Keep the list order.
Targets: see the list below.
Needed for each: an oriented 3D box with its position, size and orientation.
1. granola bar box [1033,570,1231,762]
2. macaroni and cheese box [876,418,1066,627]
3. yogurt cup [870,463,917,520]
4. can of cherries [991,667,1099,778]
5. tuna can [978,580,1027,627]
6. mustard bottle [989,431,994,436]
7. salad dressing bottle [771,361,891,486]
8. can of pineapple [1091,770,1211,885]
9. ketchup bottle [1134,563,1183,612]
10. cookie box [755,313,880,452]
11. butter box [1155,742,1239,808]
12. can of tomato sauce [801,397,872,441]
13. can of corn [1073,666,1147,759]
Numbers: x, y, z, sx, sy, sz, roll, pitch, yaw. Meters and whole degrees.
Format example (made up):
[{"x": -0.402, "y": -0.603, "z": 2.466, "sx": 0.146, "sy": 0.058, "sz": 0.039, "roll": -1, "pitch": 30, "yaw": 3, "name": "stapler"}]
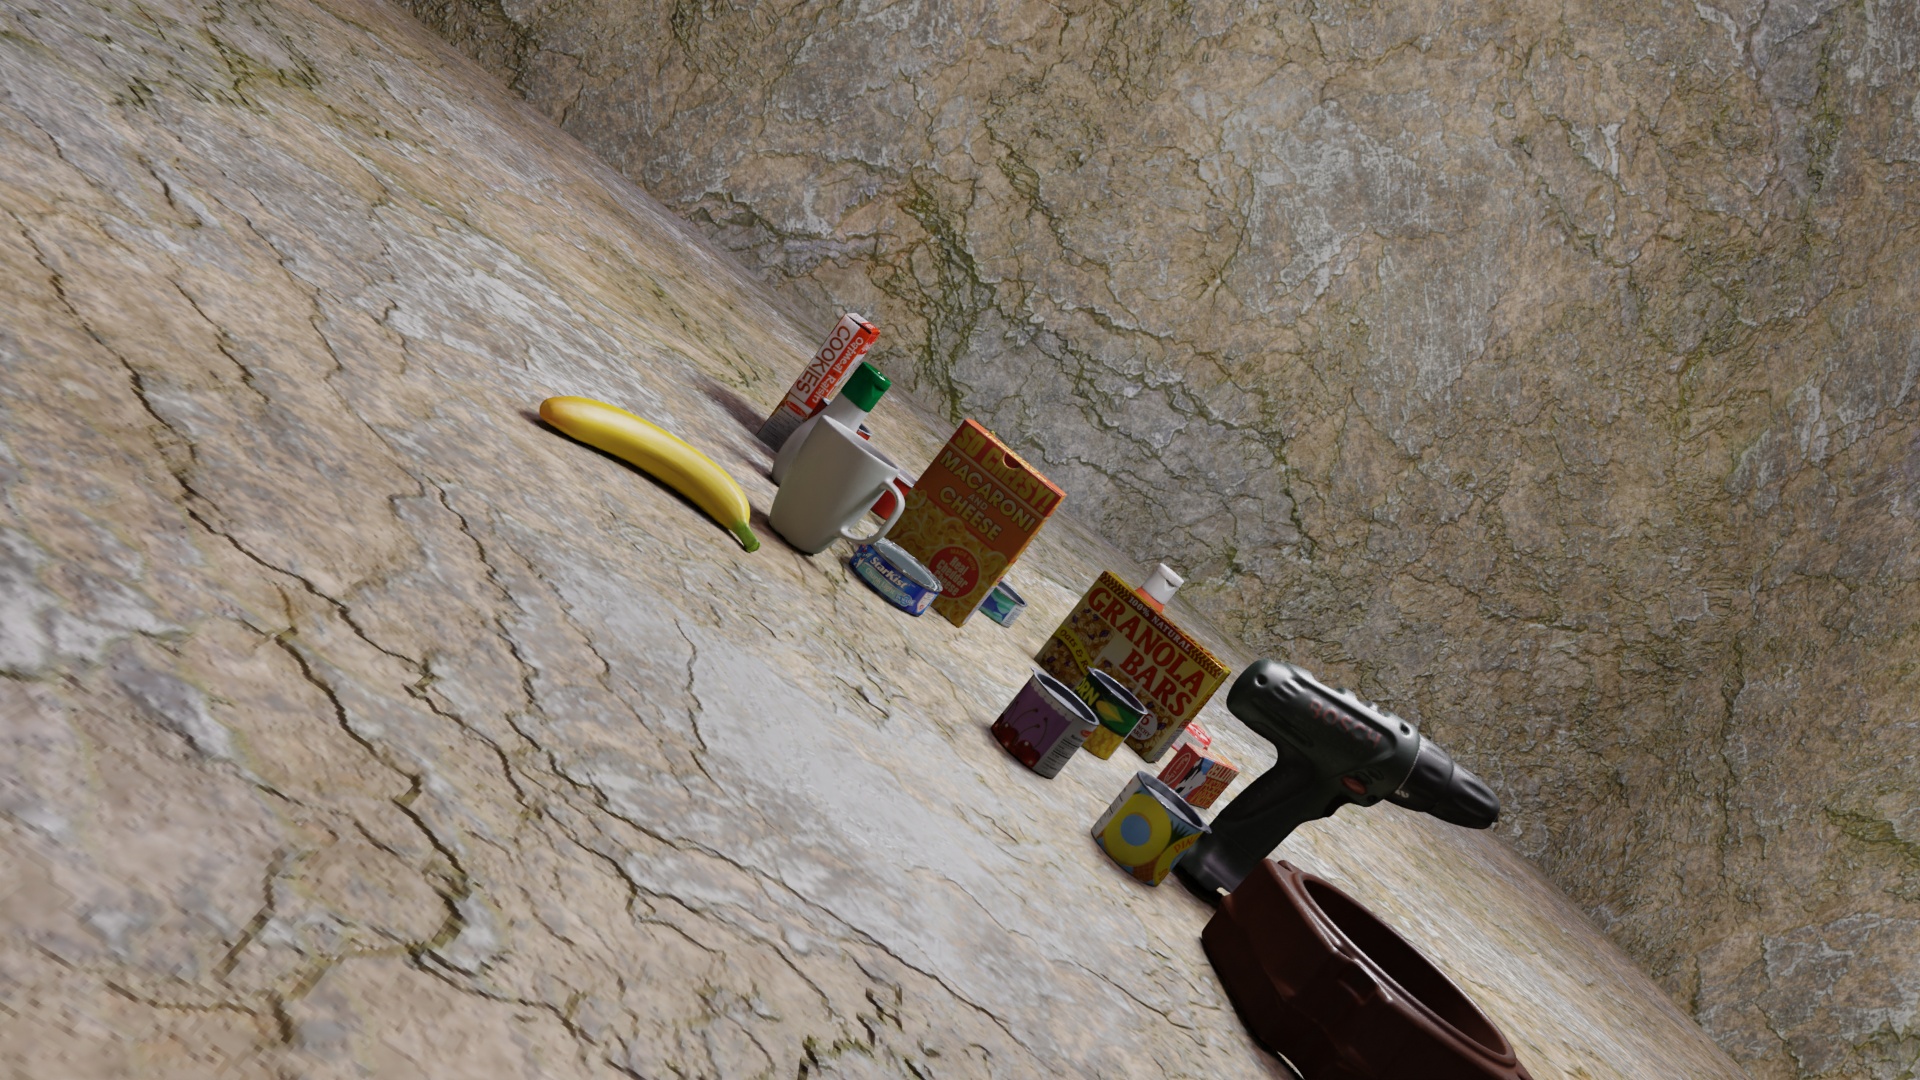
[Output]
[{"x": 0.177, "y": 0.130, "z": 1.440, "sx": 0.166, "sy": 0.124, "sz": 0.039, "roll": 41, "pitch": 8, "yaw": 24, "name": "granola bar box"}, {"x": 0.005, "y": -0.017, "z": 1.364, "sx": 0.124, "sy": 0.166, "sz": 0.040, "roll": 39, "pitch": 8, "yaw": 7, "name": "macaroni and cheese box"}, {"x": -0.083, "y": -0.057, "z": 1.606, "sx": 0.072, "sy": 0.054, "sz": 0.072, "roll": 37, "pitch": 8, "yaw": -6, "name": "yogurt cup"}, {"x": 0.066, "y": 0.145, "z": 1.110, "sx": 0.071, "sy": 0.058, "sz": 0.071, "roll": 37, "pitch": 8, "yaw": -6, "name": "can of cherries"}, {"x": 0.037, "y": 0.062, "z": 1.531, "sx": 0.071, "sy": 0.033, "sz": 0.071, "roll": 37, "pitch": 8, "yaw": -6, "name": "tuna can"}, {"x": -0.007, "y": -0.053, "z": 1.533, "sx": 0.065, "sy": 0.160, "sz": 0.049, "roll": 43, "pitch": 9, "yaw": 35, "name": "mustard bottle"}, {"x": -0.127, "y": -0.109, "z": 1.374, "sx": 0.064, "sy": 0.147, "sz": 0.044, "roll": 30, "pitch": 11, "yaw": -47, "name": "salad dressing bottle"}, {"x": 0.143, "y": 0.217, "z": 1.044, "sx": 0.071, "sy": 0.058, "sz": 0.071, "roll": 37, "pitch": 8, "yaw": -6, "name": "can of pineapple"}, {"x": 0.208, "y": 0.095, "z": 1.675, "sx": 0.064, "sy": 0.148, "sz": 0.043, "roll": 35, "pitch": 8, "yaw": -19, "name": "ketchup bottle"}, {"x": -0.156, "y": -0.177, "z": 1.554, "sx": 0.040, "sy": 0.167, "sz": 0.123, "roll": 37, "pitch": 8, "yaw": -5, "name": "cookie box"}, {"x": 0.232, "y": 0.232, "z": 1.363, "sx": 0.024, "sy": 0.053, "sz": 0.103, "roll": 43, "pitch": 10, "yaw": 36, "name": "butter box"}, {"x": -0.145, "y": -0.099, "z": 1.471, "sx": 0.071, "sy": 0.083, "sz": 0.071, "roll": 37, "pitch": 8, "yaw": -6, "name": "can of tomato sauce"}, {"x": 0.129, "y": 0.160, "z": 1.295, "sx": 0.071, "sy": 0.058, "sz": 0.071, "roll": 37, "pitch": 8, "yaw": -6, "name": "can of corn"}]
